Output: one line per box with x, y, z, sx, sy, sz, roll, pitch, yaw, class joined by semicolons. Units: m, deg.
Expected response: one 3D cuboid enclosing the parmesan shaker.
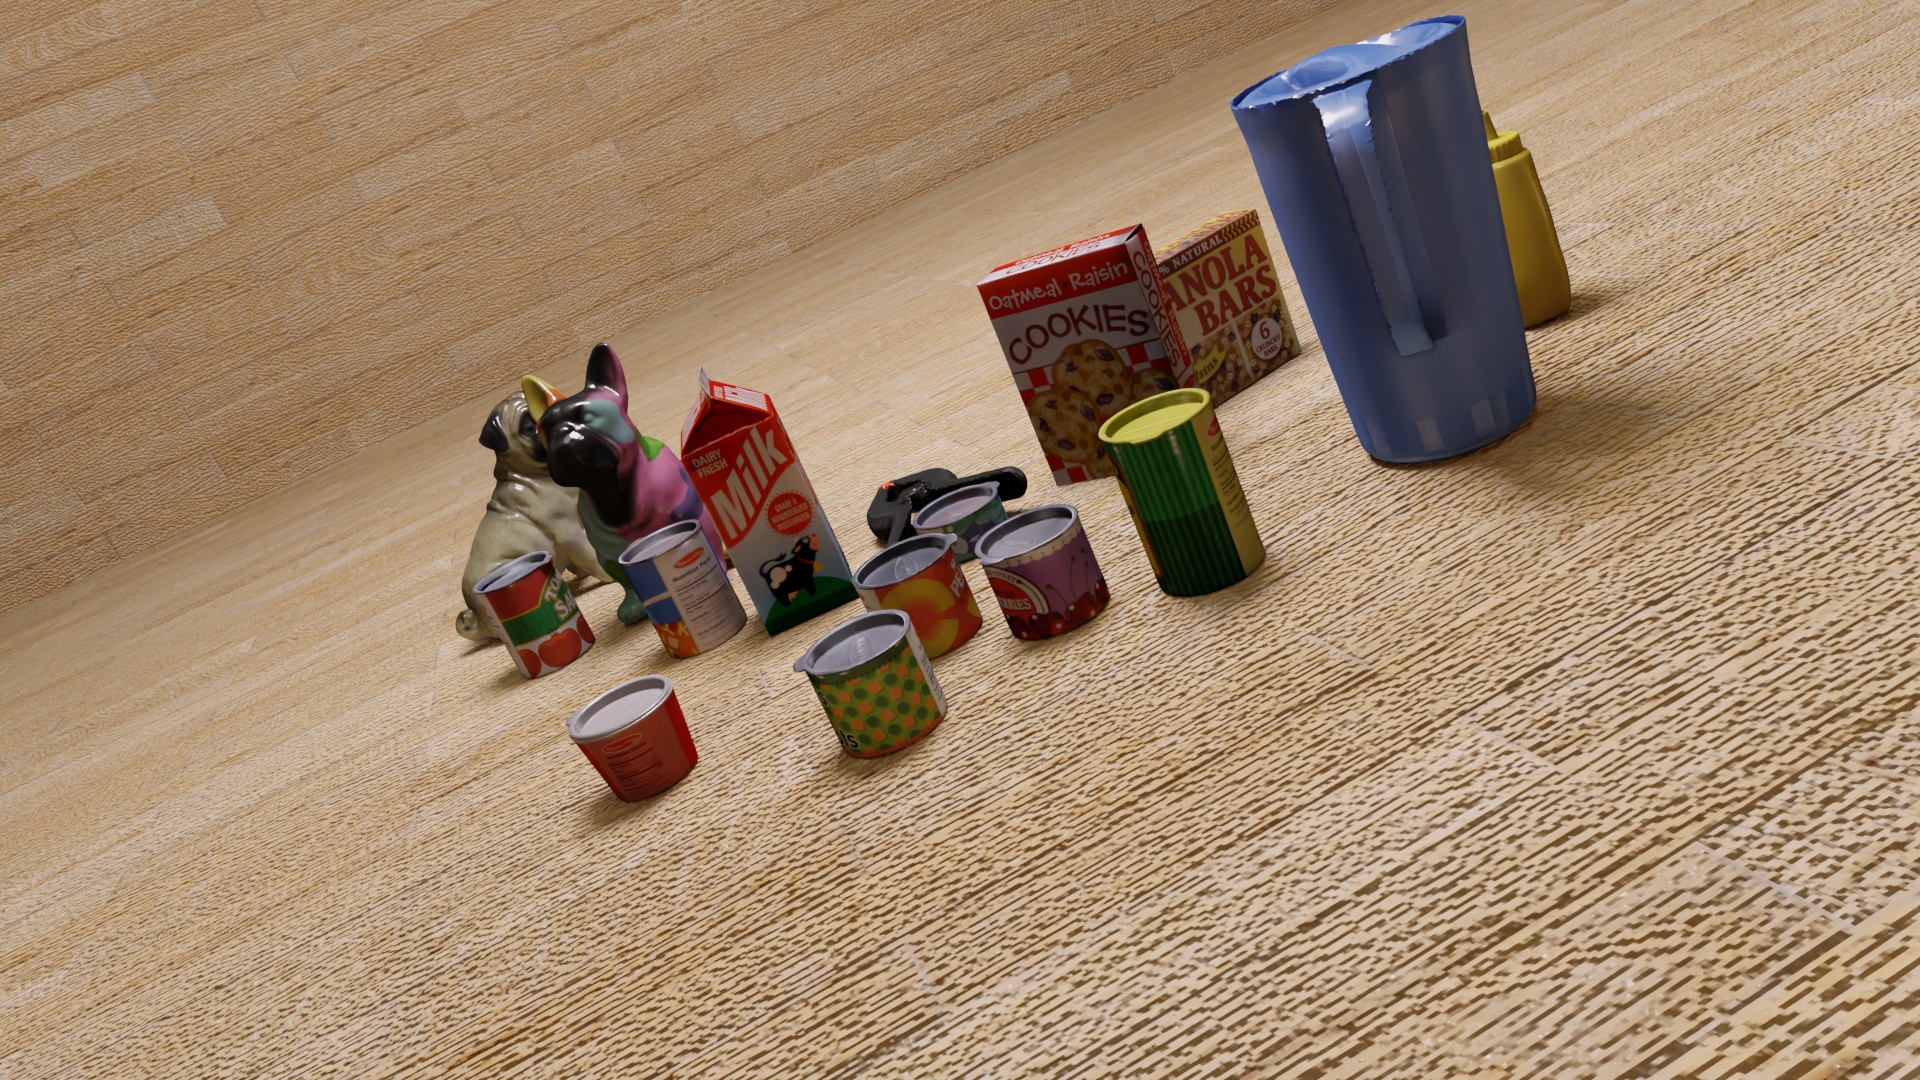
0.127;-0.026;0.797;0.071;0.102;0.071;-21;19;8;parmesan shaker

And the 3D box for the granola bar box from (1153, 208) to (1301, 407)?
0.176;-0.165;1.070;0.166;0.124;0.039;-32;21;-23;granola bar box

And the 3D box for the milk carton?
-0.146;-0.036;0.996;0.073;0.190;0.072;-25;19;-3;milk carton

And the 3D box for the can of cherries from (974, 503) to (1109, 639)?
0.048;0.020;0.833;0.071;0.058;0.072;-21;20;8;can of cherries

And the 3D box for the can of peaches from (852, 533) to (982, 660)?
-0.024;0.036;0.873;0.071;0.058;0.071;-21;20;8;can of peaches

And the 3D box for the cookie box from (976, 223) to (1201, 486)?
0.099;-0.130;1.002;0.123;0.167;0.040;-10;23;34;cookie box

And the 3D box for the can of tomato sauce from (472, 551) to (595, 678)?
-0.344;0.060;1.129;0.071;0.083;0.071;-21;20;8;can of tomato sauce

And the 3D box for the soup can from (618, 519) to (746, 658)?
-0.208;0.036;1.038;0.071;0.083;0.071;-21;20;8;soup can

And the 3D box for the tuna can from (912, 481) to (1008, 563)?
0.004;-0.013;1.004;0.071;0.032;0.071;-21;20;8;tuna can

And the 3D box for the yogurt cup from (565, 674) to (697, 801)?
-0.196;0.122;0.848;0.072;0.053;0.072;-21;20;8;yogurt cup

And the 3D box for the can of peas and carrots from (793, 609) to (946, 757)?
-0.050;0.081;0.783;0.071;0.058;0.071;-21;20;8;can of peas and carrots

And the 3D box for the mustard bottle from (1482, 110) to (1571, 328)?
0.377;-0.228;0.956;0.049;0.159;0.065;-21;19;8;mustard bottle
